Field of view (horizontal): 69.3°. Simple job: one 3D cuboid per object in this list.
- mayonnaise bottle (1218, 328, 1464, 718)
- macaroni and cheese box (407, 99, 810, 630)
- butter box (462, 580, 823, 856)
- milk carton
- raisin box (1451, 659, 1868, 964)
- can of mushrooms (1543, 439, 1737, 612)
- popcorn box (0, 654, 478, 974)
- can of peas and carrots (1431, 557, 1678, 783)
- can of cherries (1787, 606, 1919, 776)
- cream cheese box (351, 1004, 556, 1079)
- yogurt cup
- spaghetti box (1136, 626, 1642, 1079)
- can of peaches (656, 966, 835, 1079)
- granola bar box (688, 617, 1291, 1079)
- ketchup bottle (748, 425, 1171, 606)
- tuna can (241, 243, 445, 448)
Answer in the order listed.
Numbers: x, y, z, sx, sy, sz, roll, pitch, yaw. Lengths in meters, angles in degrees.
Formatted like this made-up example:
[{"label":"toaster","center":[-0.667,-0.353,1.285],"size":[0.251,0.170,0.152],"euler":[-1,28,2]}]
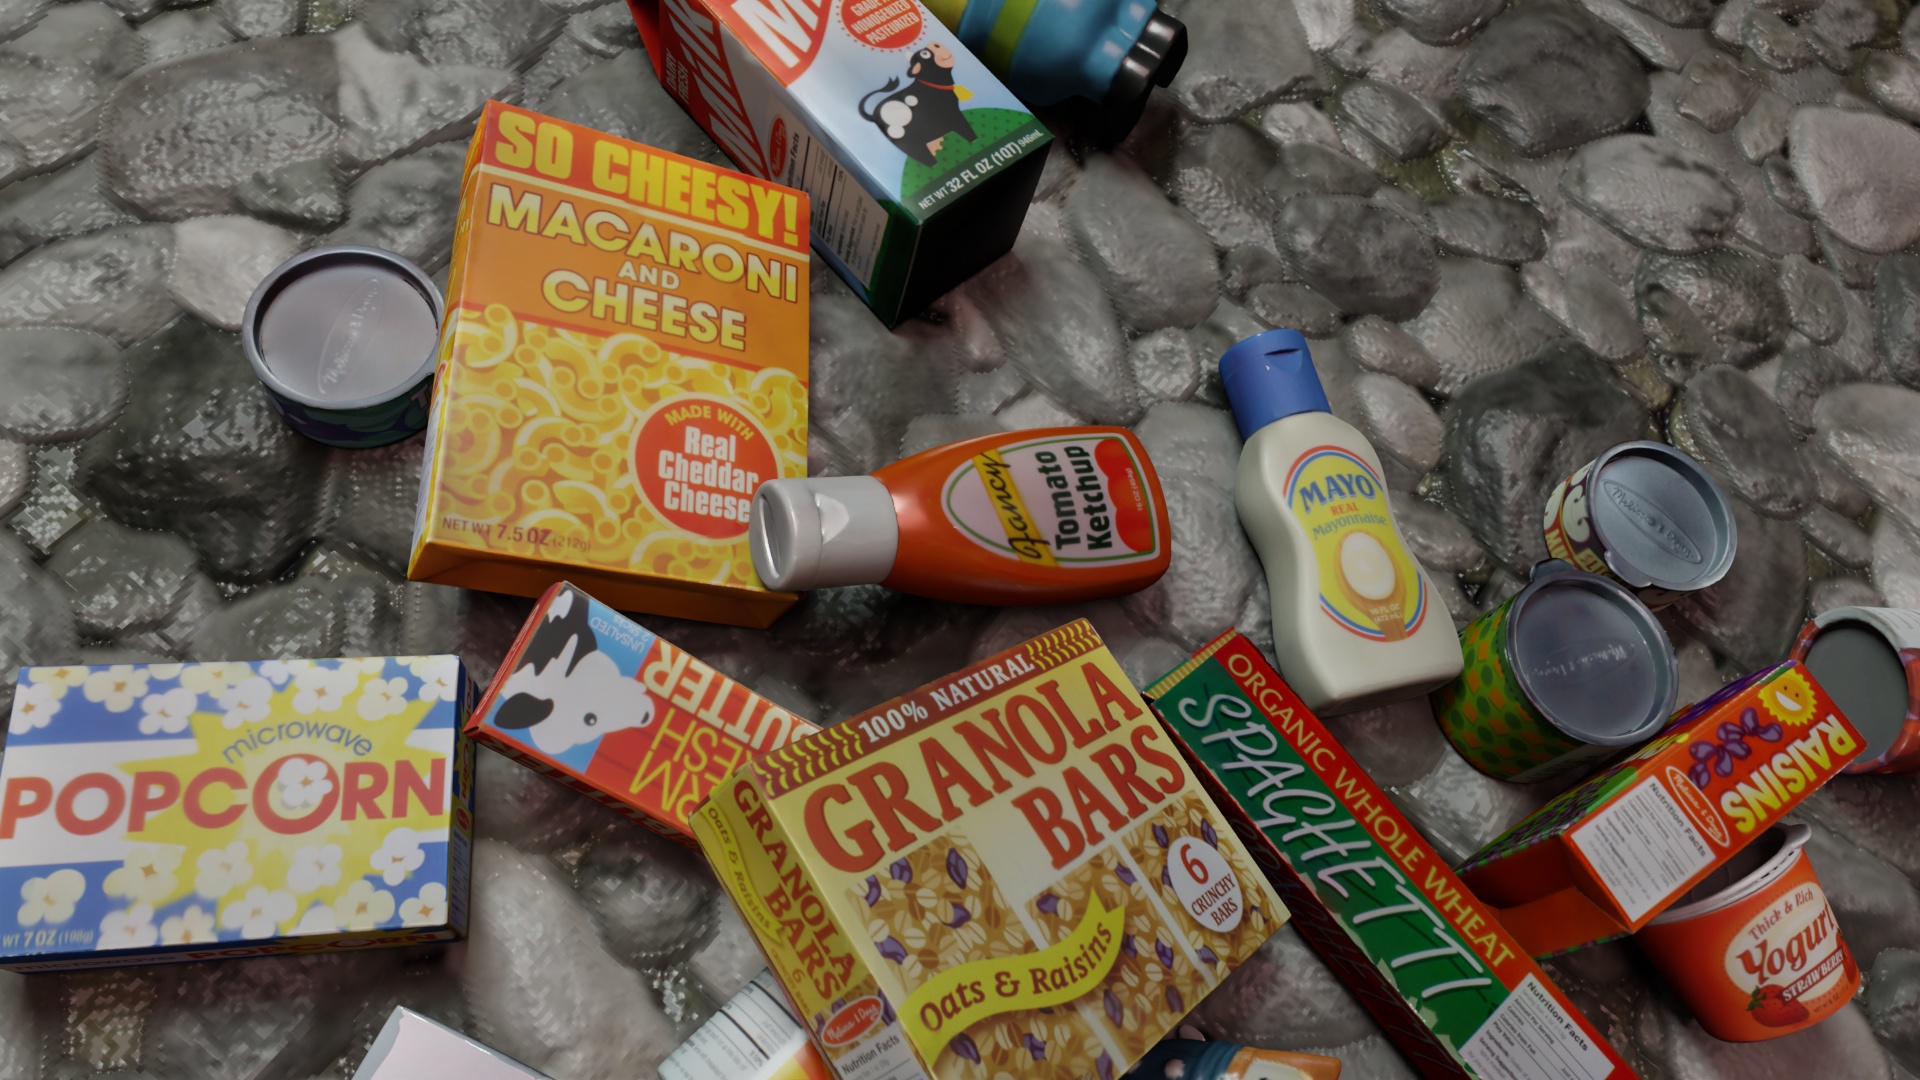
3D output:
[{"label":"mayonnaise bottle","center":[0.138,-0.009,0.535],"size":[0.065,0.041,0.148],"euler":[-10,70,-14]},{"label":"macaroni and cheese box","center":[-0.117,-0.060,0.486],"size":[0.124,0.040,0.167],"euler":[11,63,-27]},{"label":"butter box","center":[-0.098,0.062,0.444],"size":[0.103,0.024,0.053],"euler":[33,62,-20]},{"label":"milk carton","center":[-0.058,-0.185,0.551],"size":[0.072,0.073,0.191],"euler":[-39,79,-24]},{"label":"raisin box","center":[0.239,0.096,0.486],"size":[0.124,0.085,0.040],"euler":[-26,72,-21]},{"label":"can of mushrooms","center":[0.275,-0.003,0.567],"size":[0.071,0.033,0.071],"euler":[5,66,-11]},{"label":"popcorn box","center":[-0.216,0.081,0.420],"size":[0.127,0.038,0.085],"euler":[-1,66,-13]},{"label":"can of peas and carrots","center":[0.217,0.050,0.517],"size":[0.071,0.058,0.071],"euler":[5,65,-10]},{"label":"can of cherries","center":[0.370,0.062,0.542],"size":[0.058,0.071,0.072],"euler":[3,67,-11]},{"label":"cream cheese box","center":[-0.131,0.182,0.403],"size":[0.104,0.024,0.053],"euler":[26,63,0]},{"label":"yogurt cup","center":[0.274,0.139,0.489],"size":[0.072,0.072,0.054],"euler":[-27,83,-21]},{"label":"spaghetti box","center":[0.156,0.139,0.473],"size":[0.050,0.028,0.250],"euler":[-33,74,-26]},{"label":"can of peaches","center":[-0.045,0.162,0.408],"size":[0.058,0.071,0.071],"euler":[-39,80,-24]},{"label":"granola bar box","center":[0.016,0.101,0.420],"size":[0.166,0.039,0.124],"euler":[-17,68,-51]},{"label":"ketchup bottle","center":[0.002,-0.006,0.482],"size":[0.149,0.043,0.065],"euler":[-5,72,-32]},{"label":"tuna can","center":[-0.210,-0.067,0.489],"size":[0.071,0.032,0.071],"euler":[4,66,-10]}]
